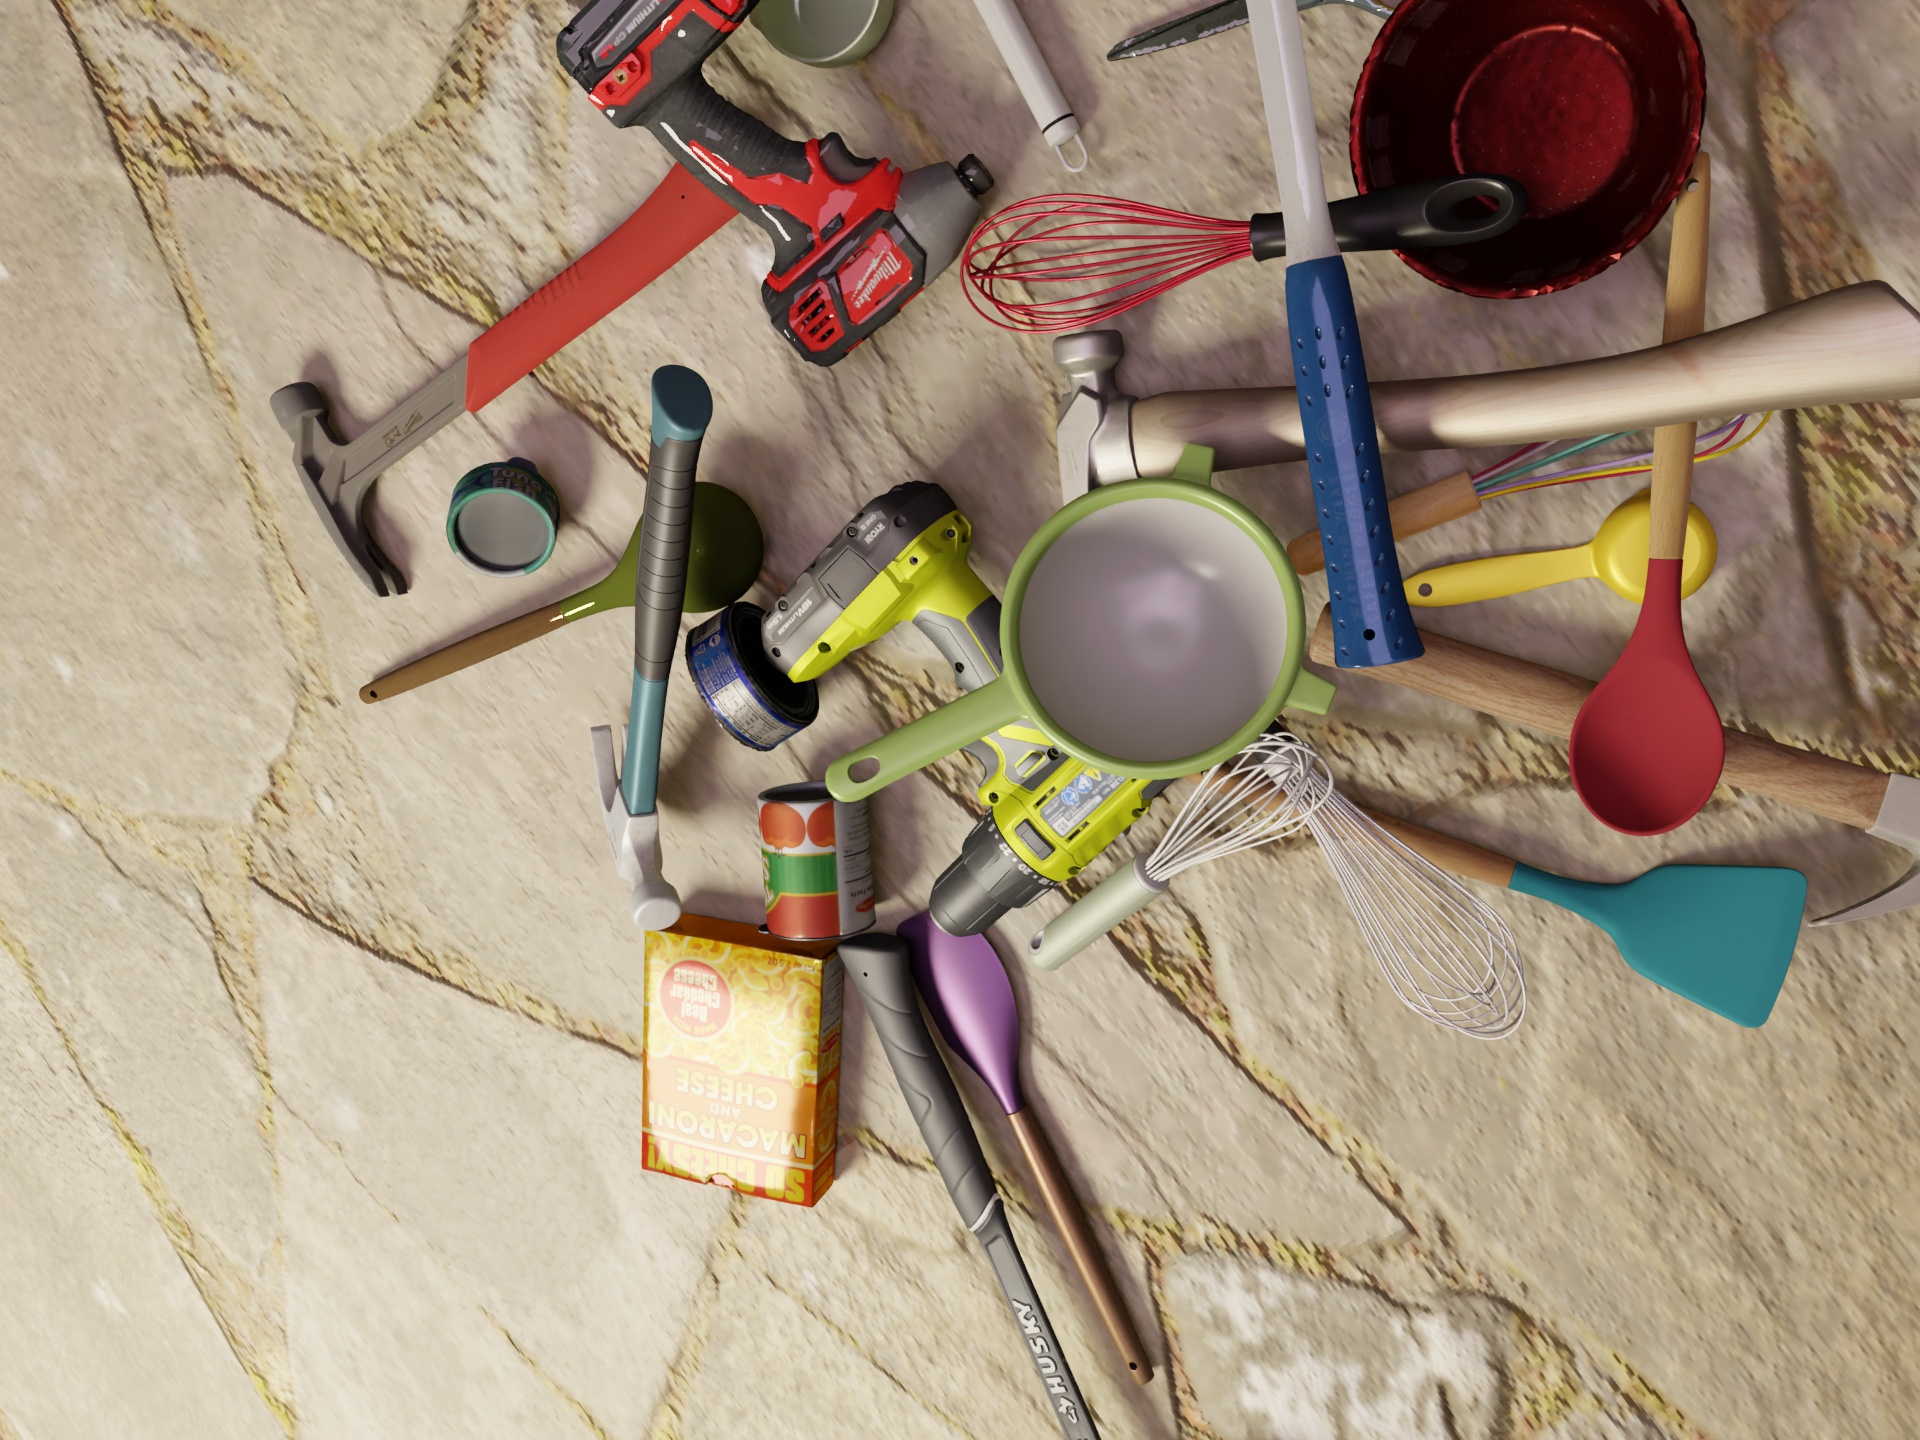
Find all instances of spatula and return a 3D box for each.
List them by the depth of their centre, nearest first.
[{"bbox_3d":[0.268,0.071,0.844,0.317,0.044,0.082,18,86,16],"label":"spatula"},{"bbox_3d":[0.047,0.258,0.965,0.060,0.018,0.316,-24,91,24],"label":"spatula"}]

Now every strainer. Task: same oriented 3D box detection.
[{"bbox_3d":[0.052,-0.019,0.816,0.256,0.069,0.151,-27,80,7],"label":"strainer"},{"bbox_3d":[0.005,-0.410,0.847,0.087,0.050,0.258,-28,94,6],"label":"strainer"}]

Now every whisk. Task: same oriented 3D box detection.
[{"bbox_3d":[0.130,-0.242,0.802,0.296,0.073,0.073,1,100,27],"label":"whisk"},{"bbox_3d":[0.283,-0.123,0.805,0.245,0.051,0.047,-21,99,24],"label":"whisk"},{"bbox_3d":[0.192,0.049,0.836,0.070,0.070,0.285,-45,67,20],"label":"whisk"},{"bbox_3d":[0.109,0.079,0.861,0.059,0.058,0.246,29,136,-16],"label":"whisk"}]

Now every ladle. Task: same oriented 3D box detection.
[{"bbox_3d":[0.332,-0.102,0.747,0.069,0.031,0.315,6,101,28],"label":"ladle"},{"bbox_3d":[-0.260,-0.067,1.000,0.320,0.062,0.078,-18,113,27],"label":"ladle"}]

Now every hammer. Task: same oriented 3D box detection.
[{"bbox_3d":[0.158,-0.225,0.747,0.144,0.035,0.405,-8,97,22],"label":"hammer"},{"bbox_3d":[0.233,-0.140,0.771,0.411,0.038,0.146,0,102,33],"label":"hammer"},{"bbox_3d":[0.339,0.006,0.802,0.331,0.031,0.130,19,84,18],"label":"hammer"},{"bbox_3d":[-0.172,-0.041,0.895,0.128,0.033,0.330,-121,35,-43],"label":"hammer"},{"bbox_3d":[0.020,0.318,0.967,0.149,0.036,0.409,-24,89,34],"label":"hammer"},{"bbox_3d":[-0.267,-0.221,0.972,0.359,0.037,0.149,-29,90,21],"label":"hammer"}]

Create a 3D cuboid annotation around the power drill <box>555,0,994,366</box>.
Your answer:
[{"bbox_3d":[-0.092,-0.312,0.846,0.143,0.079,0.219,-36,112,18],"label":"power drill"}]

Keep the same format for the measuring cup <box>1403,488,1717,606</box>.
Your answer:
[{"bbox_3d":[0.303,-0.077,0.812,0.156,0.029,0.062,-10,97,18],"label":"measuring cup"}]

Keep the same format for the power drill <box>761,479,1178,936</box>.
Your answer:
[{"bbox_3d":[-0.001,-0.003,0.904,0.228,0.080,0.190,47,111,3],"label":"power drill"}]

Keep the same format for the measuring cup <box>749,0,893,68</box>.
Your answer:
[{"bbox_3d":[-0.088,-0.441,0.872,0.083,0.038,0.167,-18,92,20],"label":"measuring cup"}]
